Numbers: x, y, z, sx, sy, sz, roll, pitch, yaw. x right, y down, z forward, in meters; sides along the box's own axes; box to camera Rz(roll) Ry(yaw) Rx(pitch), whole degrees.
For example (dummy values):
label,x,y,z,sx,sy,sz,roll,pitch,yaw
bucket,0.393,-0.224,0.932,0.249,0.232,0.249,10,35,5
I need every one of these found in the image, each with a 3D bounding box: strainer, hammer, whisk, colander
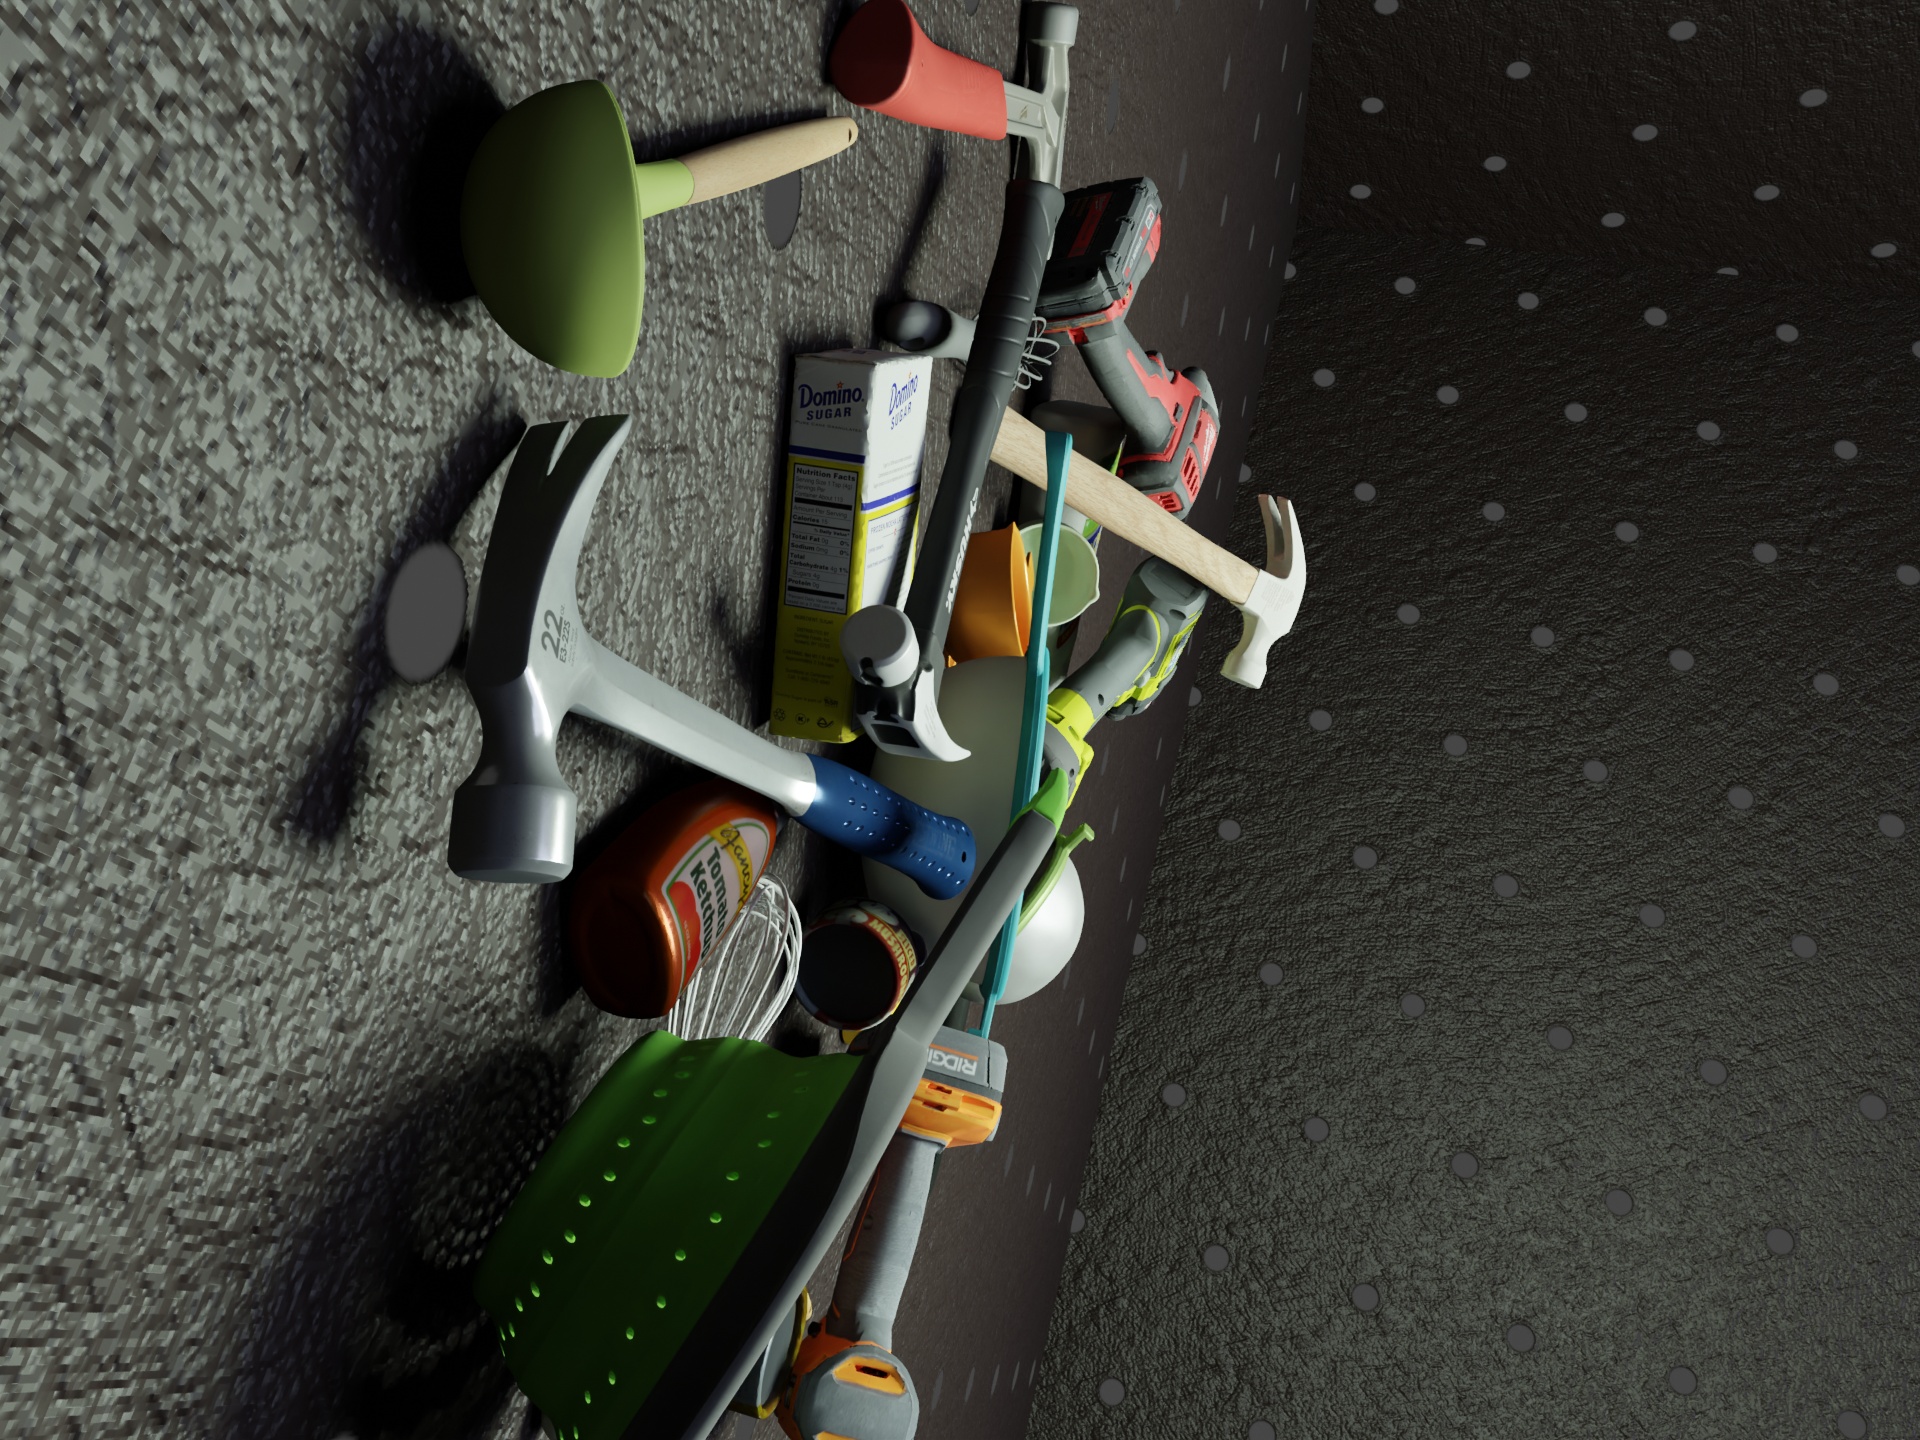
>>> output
label,x,y,z,sx,sy,sz,roll,pitch,yaw
strainer,-0.001,-0.003,0.903,0.211,0.095,0.340,-82,179,-63
hammer,0.006,-0.315,0.833,0.359,0.037,0.149,-49,147,-67
whisk,0.007,-0.215,0.901,0.239,0.055,0.055,-26,126,-70
hammer,0.125,-0.136,1.077,0.331,0.031,0.130,25,89,-39
strainer,0.020,0.195,1.145,0.256,0.069,0.151,-54,-171,-32
whisk,-0.123,0.180,0.676,0.057,0.059,0.246,32,68,-37
colander,-0.069,0.130,0.620,0.397,0.094,0.204,-54,177,-43
hammer,0.007,-0.136,0.795,0.146,0.035,0.335,72,28,-62
hammer,-0.067,0.017,0.627,0.405,0.035,0.144,38,51,-68

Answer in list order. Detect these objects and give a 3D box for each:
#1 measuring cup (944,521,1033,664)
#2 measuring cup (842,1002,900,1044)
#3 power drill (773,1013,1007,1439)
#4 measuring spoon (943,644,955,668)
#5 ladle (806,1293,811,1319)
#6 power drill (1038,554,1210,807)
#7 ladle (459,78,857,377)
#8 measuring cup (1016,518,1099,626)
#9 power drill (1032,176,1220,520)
label,x,y,z,sx,sy,sz,roll,pitch,yaw
measuring cup,0.019,-0.087,1.044,0.174,0.052,0.095,-68,152,-73
measuring cup,-0.039,0.137,1.028,0.062,0.029,0.157,78,28,-61
power drill,-0.049,0.289,0.884,0.164,0.084,0.227,129,-23,-67
measuring spoon,-0.013,-0.006,1.078,0.021,0.011,0.116,-60,161,-52
ladle,-0.106,0.283,0.874,0.315,0.031,0.069,86,20,-55
power drill,0.092,-0.005,1.185,0.223,0.080,0.171,-45,164,-33
ladle,-0.076,-0.185,0.541,0.320,0.062,0.078,-61,158,-61
measuring cup,0.043,-0.070,1.170,0.038,0.083,0.167,-93,-154,-71
power drill,0.124,-0.259,1.119,0.219,0.078,0.143,57,43,-40
